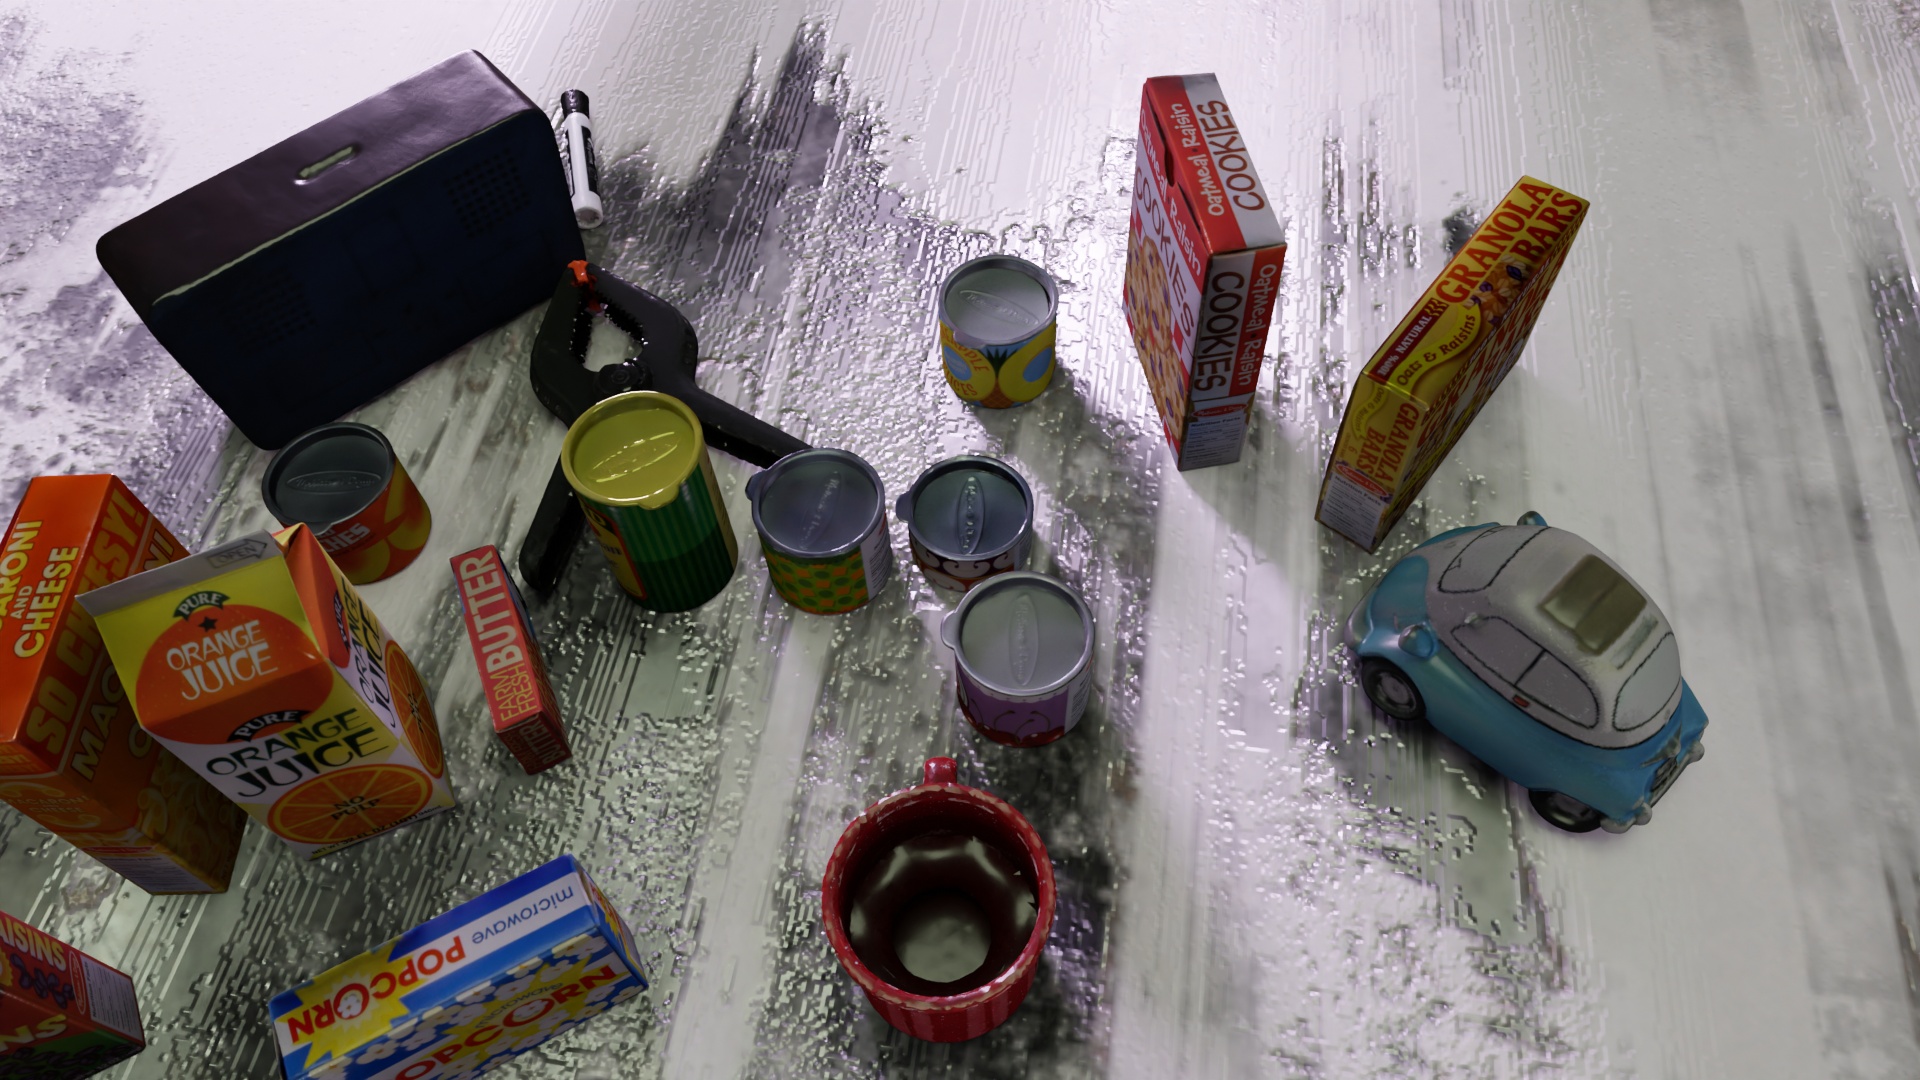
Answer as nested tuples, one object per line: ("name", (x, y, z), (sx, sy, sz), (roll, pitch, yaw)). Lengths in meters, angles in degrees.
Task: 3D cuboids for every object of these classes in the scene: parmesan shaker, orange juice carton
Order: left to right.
("orange juice carton", (-0.288, 0.060, 0.591), (0.072, 0.191, 0.073), (-20, 58, -10))
("parmesan shaker", (-0.150, -0.014, 0.688), (0.071, 0.102, 0.071), (-1, 57, 2))

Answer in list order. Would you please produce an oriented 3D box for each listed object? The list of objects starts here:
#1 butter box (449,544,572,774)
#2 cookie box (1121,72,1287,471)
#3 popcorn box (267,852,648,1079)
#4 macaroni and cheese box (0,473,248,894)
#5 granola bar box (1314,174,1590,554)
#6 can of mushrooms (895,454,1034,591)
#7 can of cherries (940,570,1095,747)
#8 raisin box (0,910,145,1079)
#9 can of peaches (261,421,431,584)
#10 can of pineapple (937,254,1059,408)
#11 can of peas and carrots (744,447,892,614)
("butter box", (-0.218, 0.057, 0.673), (0.024, 0.053, 0.104), (-21, 58, -11))
("cookie box", (0.120, -0.135, 0.718), (0.040, 0.166, 0.123), (-10, 57, -4))
("popcorn box", (-0.201, 0.186, 0.569), (0.127, 0.084, 0.038), (-25, 60, -14))
("macaroni and cheese box", (-0.361, 0.068, 0.604), (0.040, 0.165, 0.124), (-3, 57, 1))
("granola bar box", (0.248, -0.089, 0.710), (0.039, 0.123, 0.166), (33, 64, 21))
("can of mushrooms", (0.003, -0.009, 0.720), (0.071, 0.033, 0.071), (-1, 57, 2))
("can of cherries", (0.027, 0.057, 0.661), (0.071, 0.058, 0.072), (-1, 57, 2))
("raisin box", (-0.401, 0.192, 0.550), (0.086, 0.122, 0.040), (-24, 59, -13))
("can of peaches", (-0.318, -0.017, 0.723), (0.071, 0.057, 0.071), (-1, 57, 2))
("can of pineapple", (0.020, -0.115, 0.775), (0.071, 0.057, 0.071), (-1, 57, 2))
("can of peas and carrots", (-0.071, -0.004, 0.705), (0.071, 0.058, 0.071), (-1, 57, 2))
